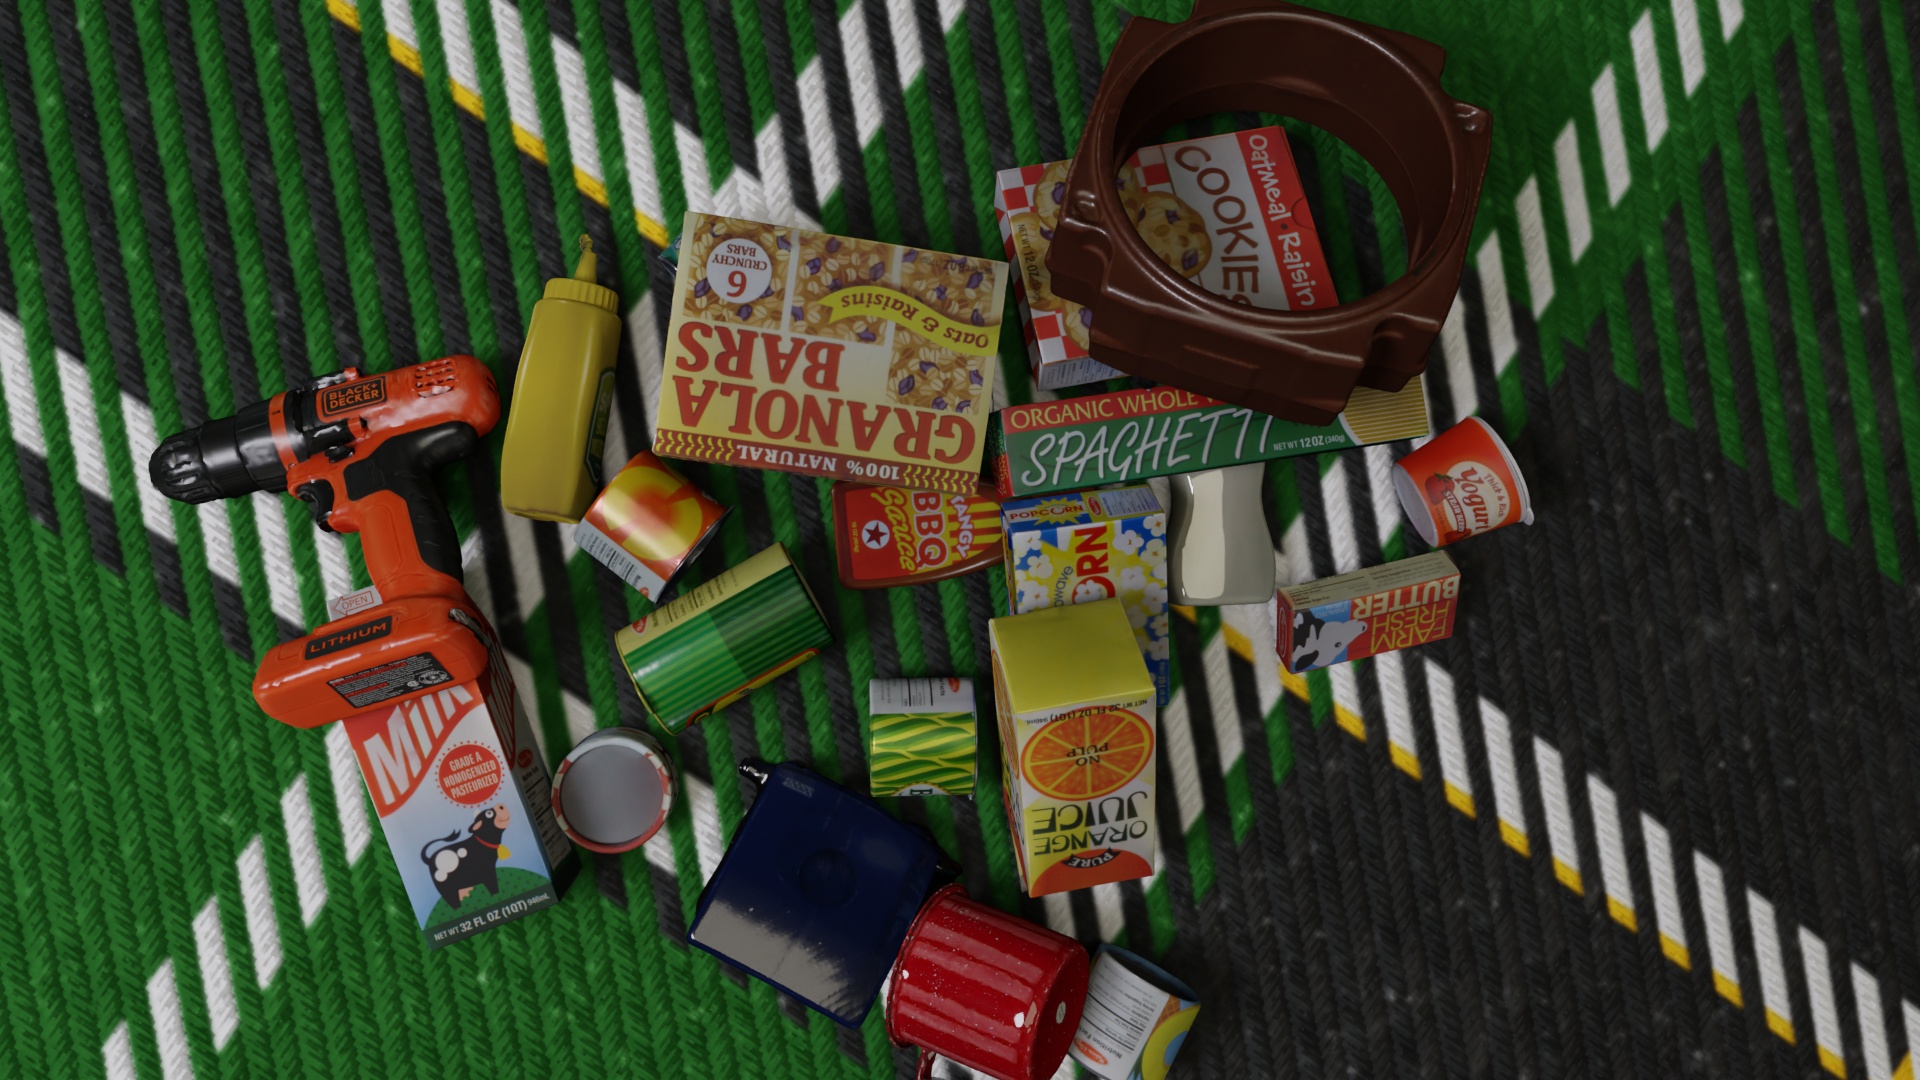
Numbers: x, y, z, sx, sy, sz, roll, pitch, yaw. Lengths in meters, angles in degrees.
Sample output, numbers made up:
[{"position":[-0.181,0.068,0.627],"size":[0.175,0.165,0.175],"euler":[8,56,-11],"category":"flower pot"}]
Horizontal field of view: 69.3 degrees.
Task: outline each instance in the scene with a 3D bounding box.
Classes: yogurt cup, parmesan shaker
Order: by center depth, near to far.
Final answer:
[{"position":[-0.127,0.054,0.762],"size":[0.103,0.071,0.071],"euler":[-29,93,-4],"category":"parmesan shaker"},{"position":[0.286,-0.031,0.802],"size":[0.054,0.072,0.072],"euler":[-26,93,4],"category":"yogurt cup"}]

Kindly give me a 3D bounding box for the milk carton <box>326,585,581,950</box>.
[{"position":[-0.276,0.111,0.749],"size":[0.072,0.073,0.190],"euler":[-19,92,-5],"category":"milk carton"}]

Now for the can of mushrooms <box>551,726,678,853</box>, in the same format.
[{"position":[-0.192,0.142,0.776],"size":[0.071,0.033,0.071],"euler":[0,90,-6],"category":"can of mushrooms"}]

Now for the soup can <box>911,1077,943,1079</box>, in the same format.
[{"position":[-0.019,0.349,0.768],"size":[0.071,0.084,0.071],"euler":[0,91,-5],"category":"soup can"}]

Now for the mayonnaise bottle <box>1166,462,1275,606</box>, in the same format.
[{"position":[0.147,-0.037,0.801],"size":[0.065,0.041,0.148],"euler":[-1,89,-10],"category":"mayonnaise bottle"}]

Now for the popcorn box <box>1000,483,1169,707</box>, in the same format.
[{"position":[0.070,0.037,0.772],"size":[0.085,0.038,0.126],"euler":[-7,117,-4],"category":"popcorn box"}]

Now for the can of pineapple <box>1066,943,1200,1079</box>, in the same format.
[{"position":[0.095,0.271,0.788],"size":[0.071,0.071,0.058],"euler":[28,88,-5],"category":"can of pineapple"}]

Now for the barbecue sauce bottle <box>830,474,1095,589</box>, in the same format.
[{"position":[0.003,-0.010,0.787],"size":[0.149,0.043,0.065],"euler":[-5,93,-5],"category":"barbecue sauce bottle"}]

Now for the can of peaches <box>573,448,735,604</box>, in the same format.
[{"position":[-0.168,-0.010,0.762],"size":[0.058,0.071,0.071],"euler":[37,88,-4],"category":"can of peaches"}]

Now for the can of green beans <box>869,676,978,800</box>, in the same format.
[{"position":[-0.022,0.109,0.774],"size":[0.058,0.071,0.071],"euler":[-1,91,-4],"category":"can of green beans"}]

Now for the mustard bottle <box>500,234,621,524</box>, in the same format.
[{"position":[-0.214,-0.090,0.759],"size":[0.049,0.065,0.160],"euler":[9,85,-5],"category":"mustard bottle"}]

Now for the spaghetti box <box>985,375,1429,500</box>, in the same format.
[{"position":[0.138,-0.063,0.763],"size":[0.250,0.028,0.050],"euler":[-9,90,-13],"category":"spaghetti box"}]

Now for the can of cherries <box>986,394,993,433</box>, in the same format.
[{"position":[-0.018,-0.076,0.777],"size":[0.071,0.058,0.071],"euler":[0,92,-4],"category":"can of cherries"}]

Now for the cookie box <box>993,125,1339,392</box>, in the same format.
[{"position":[0.113,-0.159,0.778],"size":[0.168,0.040,0.123],"euler":[-10,72,-4],"category":"cookie box"}]

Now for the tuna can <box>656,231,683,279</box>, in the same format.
[{"position":[-0.132,-0.144,0.761],"size":[0.071,0.071,0.033],"euler":[44,86,-4],"category":"tuna can"}]

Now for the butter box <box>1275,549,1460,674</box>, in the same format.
[{"position":[0.236,0.042,0.805],"size":[0.103,0.024,0.052],"euler":[-13,130,-5],"category":"butter box"}]

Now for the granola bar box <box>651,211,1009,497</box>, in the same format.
[{"position":[-0.067,-0.094,0.719],"size":[0.166,0.039,0.124],"euler":[8,91,-8],"category":"granola bar box"}]

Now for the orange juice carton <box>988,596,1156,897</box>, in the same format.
[{"position":[0.062,0.128,0.754],"size":[0.072,0.073,0.191],"euler":[-10,130,-4],"category":"orange juice carton"}]
